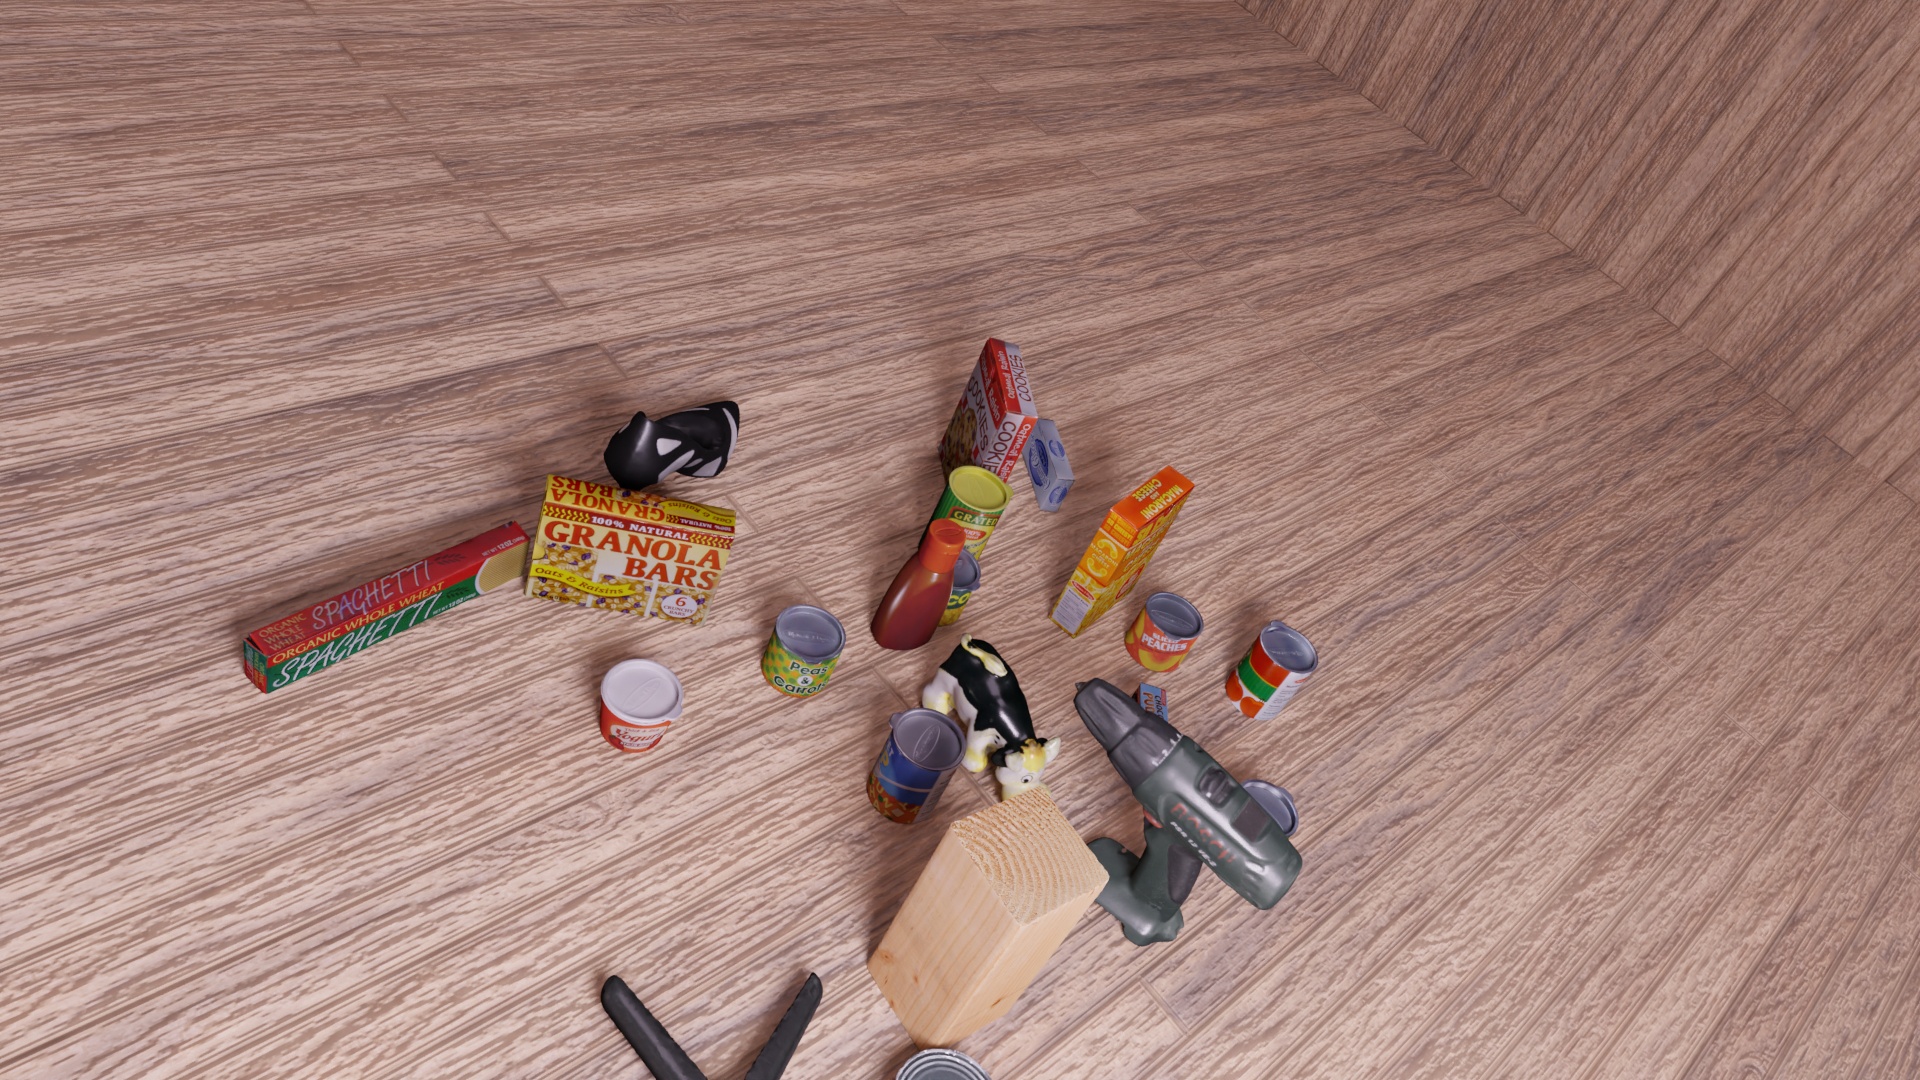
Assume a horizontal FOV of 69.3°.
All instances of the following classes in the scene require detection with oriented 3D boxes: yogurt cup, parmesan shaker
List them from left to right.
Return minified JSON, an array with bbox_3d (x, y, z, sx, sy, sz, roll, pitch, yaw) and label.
[{"bbox_3d":[-0.272,0.142,1.169,0.072,0.053,0.073,15,42,-13],"label":"yogurt cup"},{"bbox_3d":[0.005,-0.018,1.444,0.071,0.102,0.072,15,42,-13],"label":"parmesan shaker"}]

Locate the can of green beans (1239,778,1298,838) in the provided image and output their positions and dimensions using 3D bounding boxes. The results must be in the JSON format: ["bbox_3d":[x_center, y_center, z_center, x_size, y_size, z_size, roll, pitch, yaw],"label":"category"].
[{"bbox_3d":[0.277,0.269,1.314,0.071,0.057,0.071,15,42,-13],"label":"can of green beans"}]

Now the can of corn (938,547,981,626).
[{"bbox_3d":[-0.018,0.045,1.399,0.071,0.058,0.071,15,42,-13],"label":"can of corn"}]

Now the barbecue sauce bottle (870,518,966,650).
[{"bbox_3d":[-0.035,0.043,1.324,0.065,0.147,0.044,-5,49,-32],"label":"barbecue sauce bottle"}]

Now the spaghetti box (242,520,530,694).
[{"bbox_3d":[-0.473,0.052,1.164,0.029,0.049,0.251,41,43,17],"label":"spaghetti box"}]

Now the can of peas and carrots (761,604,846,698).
[{"bbox_3d":[-0.144,0.104,1.272,0.071,0.058,0.071,15,42,-13],"label":"can of peas and carrots"}]

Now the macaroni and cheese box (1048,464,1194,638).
[{"bbox_3d":[0.169,0.012,1.448,0.040,0.165,0.124,40,42,15],"label":"macaroni and cheese box"}]

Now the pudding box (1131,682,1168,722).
[{"bbox_3d":[0.181,0.187,1.358,0.030,0.049,0.084,18,41,-10],"label":"pudding box"}]

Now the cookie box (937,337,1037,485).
[{"bbox_3d":[0.027,-0.116,1.511,0.040,0.166,0.123,8,43,-20],"label":"cookie box"}]

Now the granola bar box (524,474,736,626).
[{"bbox_3d":[-0.295,0.012,1.241,0.166,0.123,0.039,11,42,-17],"label":"granola bar box"}]

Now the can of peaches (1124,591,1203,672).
[{"bbox_3d":[0.213,0.098,1.463,0.071,0.057,0.071,15,42,-13],"label":"can of peaches"}]

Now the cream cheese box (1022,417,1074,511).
[{"bbox_3d":[0.100,-0.087,1.605,0.024,0.053,0.104,6,44,-22],"label":"cream cheese box"}]

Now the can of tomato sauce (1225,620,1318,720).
[{"bbox_3d":[0.325,0.137,1.459,0.071,0.082,0.071,15,42,-13],"label":"can of tomato sauce"}]

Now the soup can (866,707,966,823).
[{"bbox_3d":[-0.042,0.195,1.209,0.071,0.083,0.072,15,42,-13],"label":"soup can"}]
